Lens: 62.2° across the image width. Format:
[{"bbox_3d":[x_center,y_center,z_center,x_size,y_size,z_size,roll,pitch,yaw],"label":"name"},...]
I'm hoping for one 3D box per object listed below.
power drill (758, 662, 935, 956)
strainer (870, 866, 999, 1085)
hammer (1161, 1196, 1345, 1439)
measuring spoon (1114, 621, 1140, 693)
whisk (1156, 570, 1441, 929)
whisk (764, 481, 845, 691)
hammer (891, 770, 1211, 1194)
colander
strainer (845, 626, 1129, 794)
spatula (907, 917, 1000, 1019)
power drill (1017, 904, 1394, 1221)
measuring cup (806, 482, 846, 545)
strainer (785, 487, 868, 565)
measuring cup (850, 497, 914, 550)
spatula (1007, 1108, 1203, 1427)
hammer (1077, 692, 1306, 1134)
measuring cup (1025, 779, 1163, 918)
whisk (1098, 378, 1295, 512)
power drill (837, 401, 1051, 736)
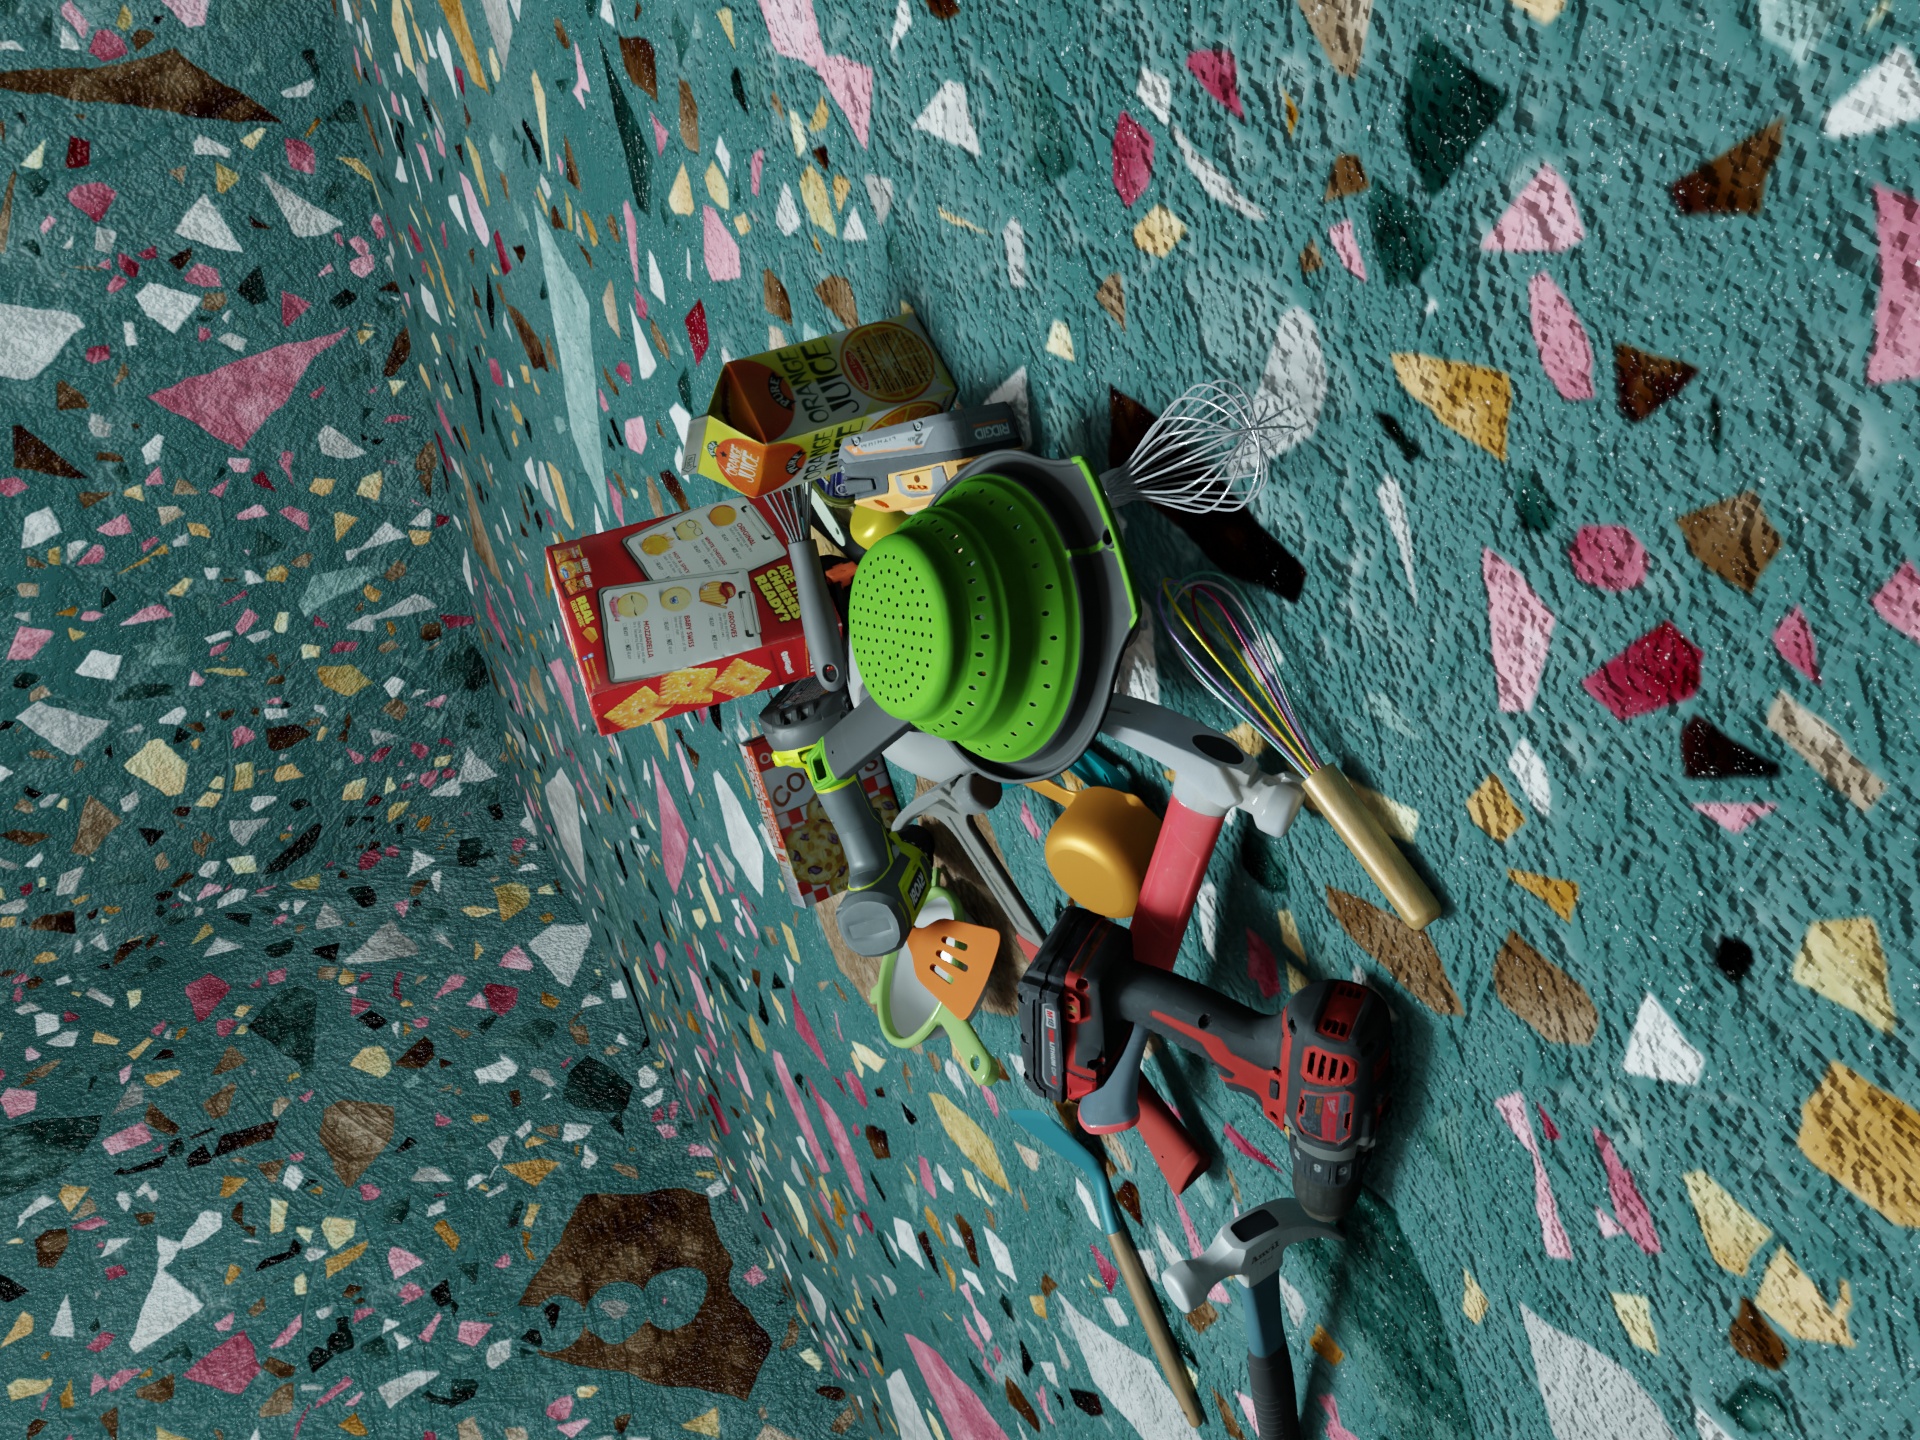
[{"bbox_3d":[-0.085,0.070,1.390,0.191,0.080,0.228,-62,-46,-68],"label":"power drill"},{"bbox_3d":[0.004,0.251,1.415,0.151,0.069,0.257,-64,27,12],"label":"strainer"},{"bbox_3d":[0.218,0.450,1.134,0.033,0.128,0.330,44,156,45],"label":"hammer"},{"bbox_3d":[0.106,-0.038,1.062,0.034,0.018,0.124,53,160,31],"label":"measuring spoon"},{"bbox_3d":[0.189,0.012,0.894,0.245,0.051,0.047,56,175,18],"label":"whisk"},{"bbox_3d":[-0.128,-0.139,1.261,0.055,0.055,0.239,-6,98,66],"label":"whisk"},{"bbox_3d":[0.075,0.203,1.218,0.359,0.037,0.149,57,152,0],"label":"hammer"},{"bbox_3d":[-0.042,-0.029,1.018,0.397,0.094,0.205,-37,66,53],"label":"colander"},{"bbox_3d":[-0.002,-0.004,1.216,0.341,0.095,0.210,39,143,51],"label":"strainer"},{"bbox_3d":[-0.049,0.190,1.460,0.081,0.041,0.323,-67,20,-2],"label":"spatula"},{"bbox_3d":[0.156,0.221,1.002,0.227,0.080,0.187,13,131,24],"label":"power drill"},{"bbox_3d":[-0.126,-0.225,1.371,0.168,0.038,0.083,60,156,13],"label":"measuring cup"},{"bbox_3d":[-0.136,-0.191,1.419,0.259,0.050,0.086,43,166,35],"label":"strainer"},{"bbox_3d":[-0.071,-0.120,1.233,0.062,0.029,0.157,-24,45,44],"label":"measuring cup"},{"bbox_3d":[0.137,0.480,1.404,0.317,0.044,0.082,66,153,2],"label":"spatula"},{"bbox_3d":[0.112,0.148,1.058,0.143,0.038,0.386,27,135,17],"label":"hammer"},{"bbox_3d":[0.067,0.074,1.108,0.174,0.052,0.095,31,147,17],"label":"measuring cup"},{"bbox_3d":[0.102,-0.140,0.922,0.070,0.070,0.284,70,162,-5],"label":"whisk"},{"bbox_3d":[-0.019,-0.095,1.116,0.185,0.084,0.226,-4,102,43],"label":"power drill"}]
